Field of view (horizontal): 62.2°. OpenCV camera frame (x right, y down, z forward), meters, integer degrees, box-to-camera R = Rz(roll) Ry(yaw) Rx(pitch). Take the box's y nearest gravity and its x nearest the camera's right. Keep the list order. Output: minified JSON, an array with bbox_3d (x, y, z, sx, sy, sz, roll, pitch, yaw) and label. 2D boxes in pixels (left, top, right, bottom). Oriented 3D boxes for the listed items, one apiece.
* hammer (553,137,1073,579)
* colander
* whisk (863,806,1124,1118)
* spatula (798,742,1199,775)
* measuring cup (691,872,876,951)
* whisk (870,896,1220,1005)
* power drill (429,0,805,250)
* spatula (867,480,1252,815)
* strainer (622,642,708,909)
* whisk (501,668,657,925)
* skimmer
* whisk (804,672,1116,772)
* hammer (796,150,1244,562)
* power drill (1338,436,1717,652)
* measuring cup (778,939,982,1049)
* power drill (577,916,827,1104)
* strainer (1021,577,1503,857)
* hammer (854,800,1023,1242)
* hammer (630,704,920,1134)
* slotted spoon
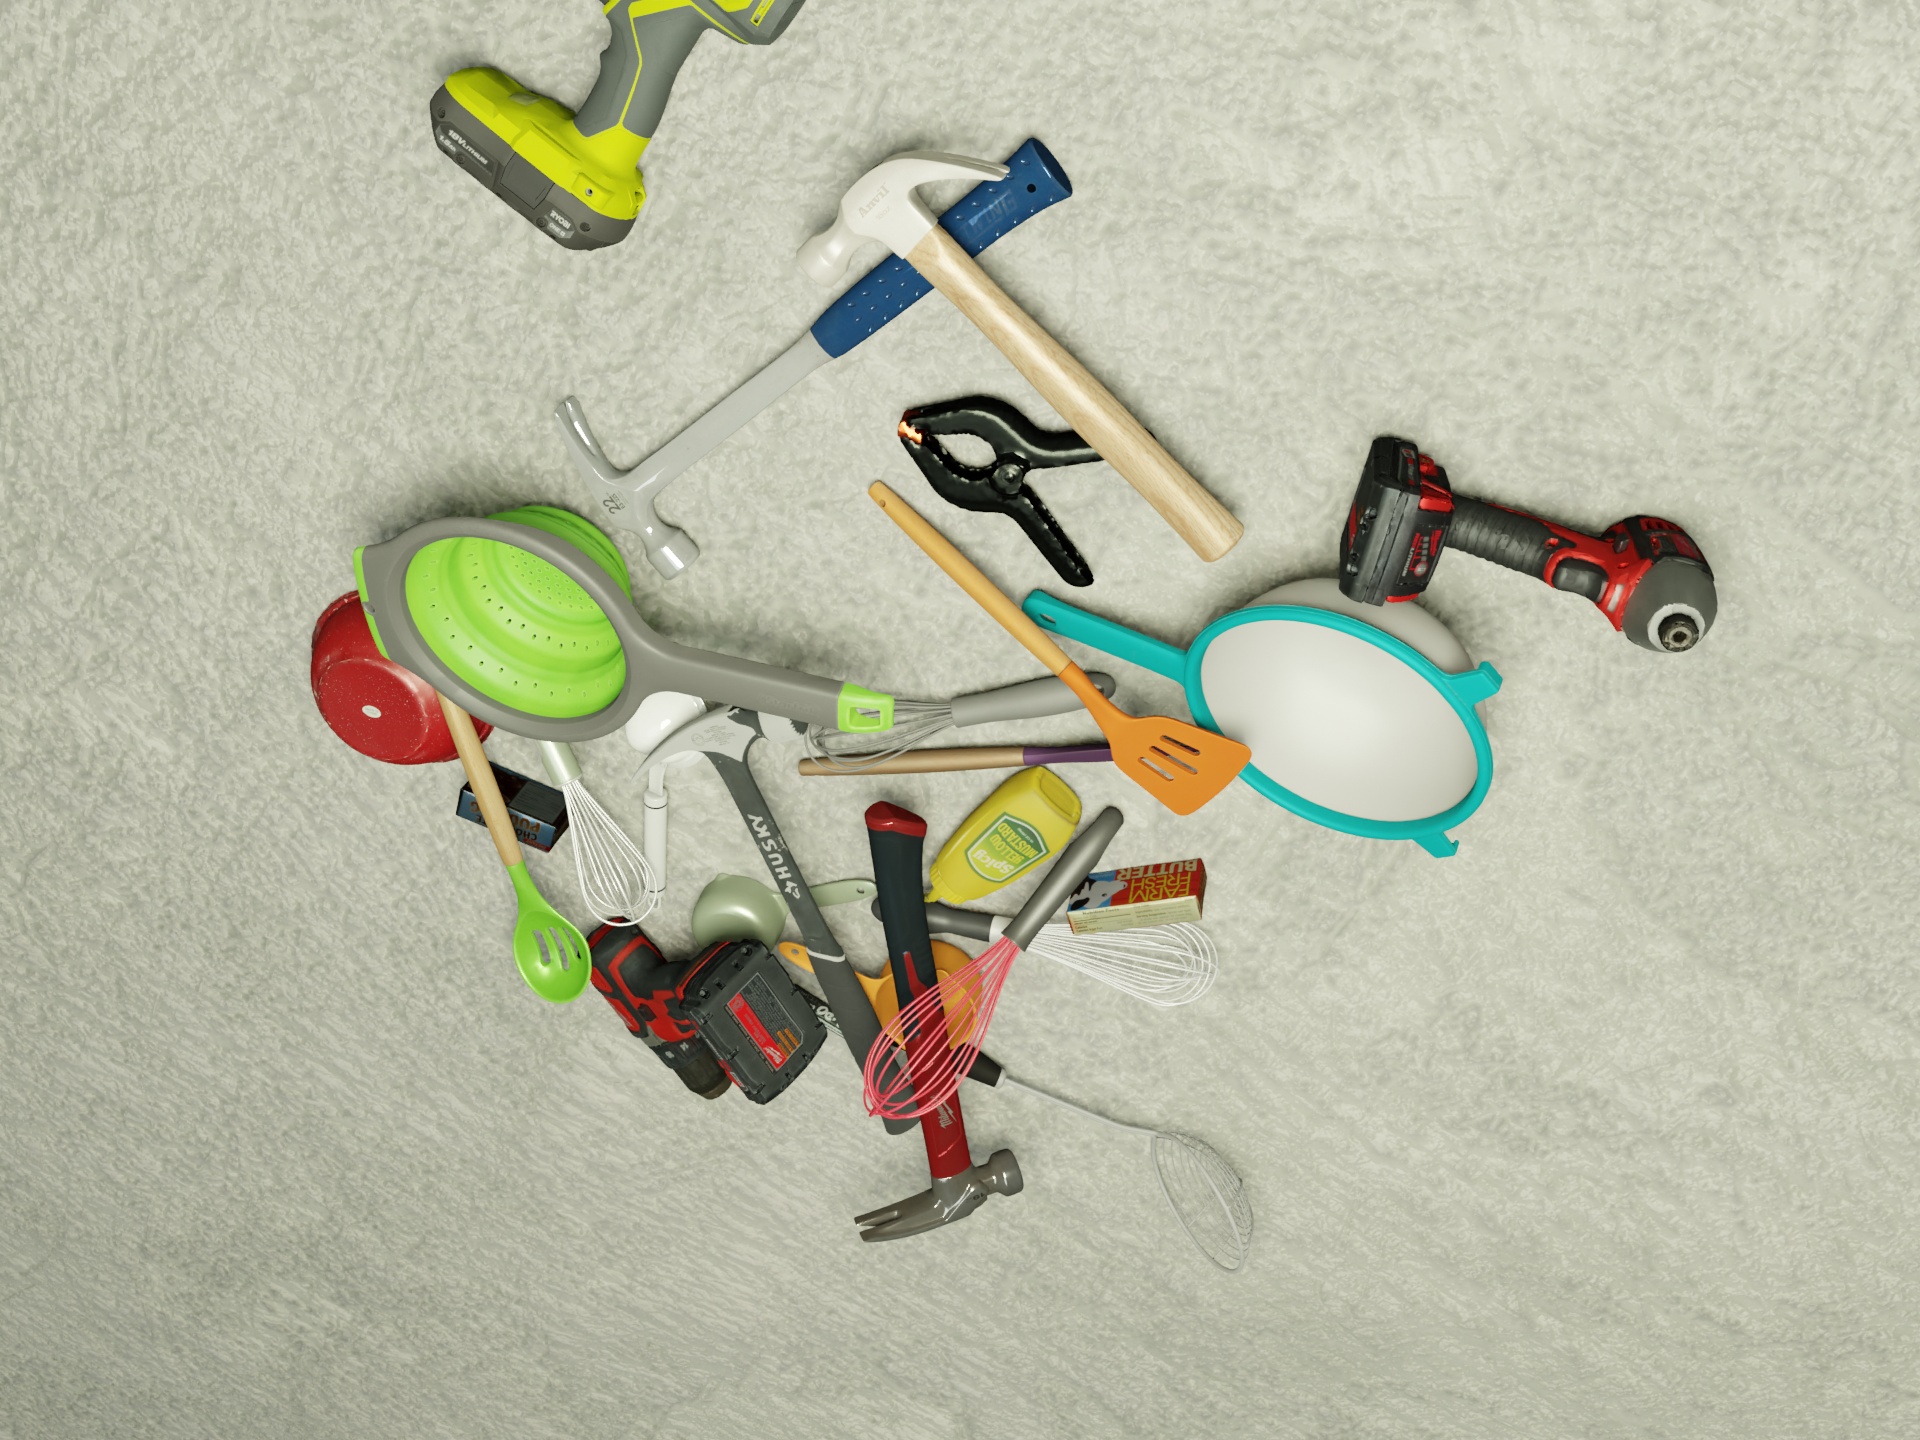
[{"bbox_3d":[-0.103,-0.249,1.057,0.405,0.035,0.144,-31,110,27],"label":"hammer"},{"bbox_3d":[-0.228,-0.070,1.142,0.397,0.095,0.204,13,135,9],"label":"colander"},{"bbox_3d":[0.027,0.182,1.196,0.073,0.073,0.296,41,84,-13],"label":"whisk"},{"bbox_3d":[0.024,0.028,1.194,0.316,0.059,0.018,-3,85,19],"label":"spatula"},{"bbox_3d":[-0.147,0.160,1.309,0.167,0.038,0.083,-14,116,22],"label":"measuring cup"},{"bbox_3d":[0.065,0.174,1.265,0.284,0.070,0.070,9,122,13],"label":"whisk"},{"bbox_3d":[-0.217,-0.416,0.962,0.171,0.080,0.223,37,117,-11],"label":"power drill"},{"bbox_3d":[0.059,-0.056,1.107,0.322,0.041,0.081,44,128,5],"label":"spatula"},{"bbox_3d":[-0.243,0.057,1.271,0.087,0.050,0.258,22,127,18],"label":"strainer"},{"bbox_3d":[-0.310,0.054,1.266,0.059,0.058,0.246,-25,103,-8],"label":"whisk"},{"bbox_3d":[0.080,0.353,1.344,0.363,0.090,0.127,23,154,1],"label":"skimmer"},{"bbox_3d":[-0.002,-0.003,1.177,0.239,0.055,0.055,-11,118,13],"label":"whisk"},{"bbox_3d":[0.059,-0.222,1.002,0.331,0.031,0.130,41,121,-16],"label":"hammer"},{"bbox_3d":[0.352,-0.100,0.983,0.219,0.143,0.078,15,119,6],"label":"power drill"},{"bbox_3d":[-0.064,0.207,1.313,0.173,0.052,0.095,24,122,0],"label":"measuring cup"},{"bbox_3d":[-0.208,0.252,1.313,0.227,0.080,0.187,-2,126,51],"label":"power drill"},{"bbox_3d":[0.209,-0.046,1.085,0.340,0.095,0.210,23,148,23],"label":"strainer"},{"bbox_3d":[-0.044,0.242,1.247,0.143,0.038,0.386,-16,116,-14],"label":"hammer"},{"bbox_3d":[-0.119,0.168,1.252,0.149,0.036,0.408,-13,115,20],"label":"hammer"},{"bbox_3d":[-0.361,0.090,1.264,0.070,0.031,0.313,-7,116,15],"label":"slotted spoon"}]
